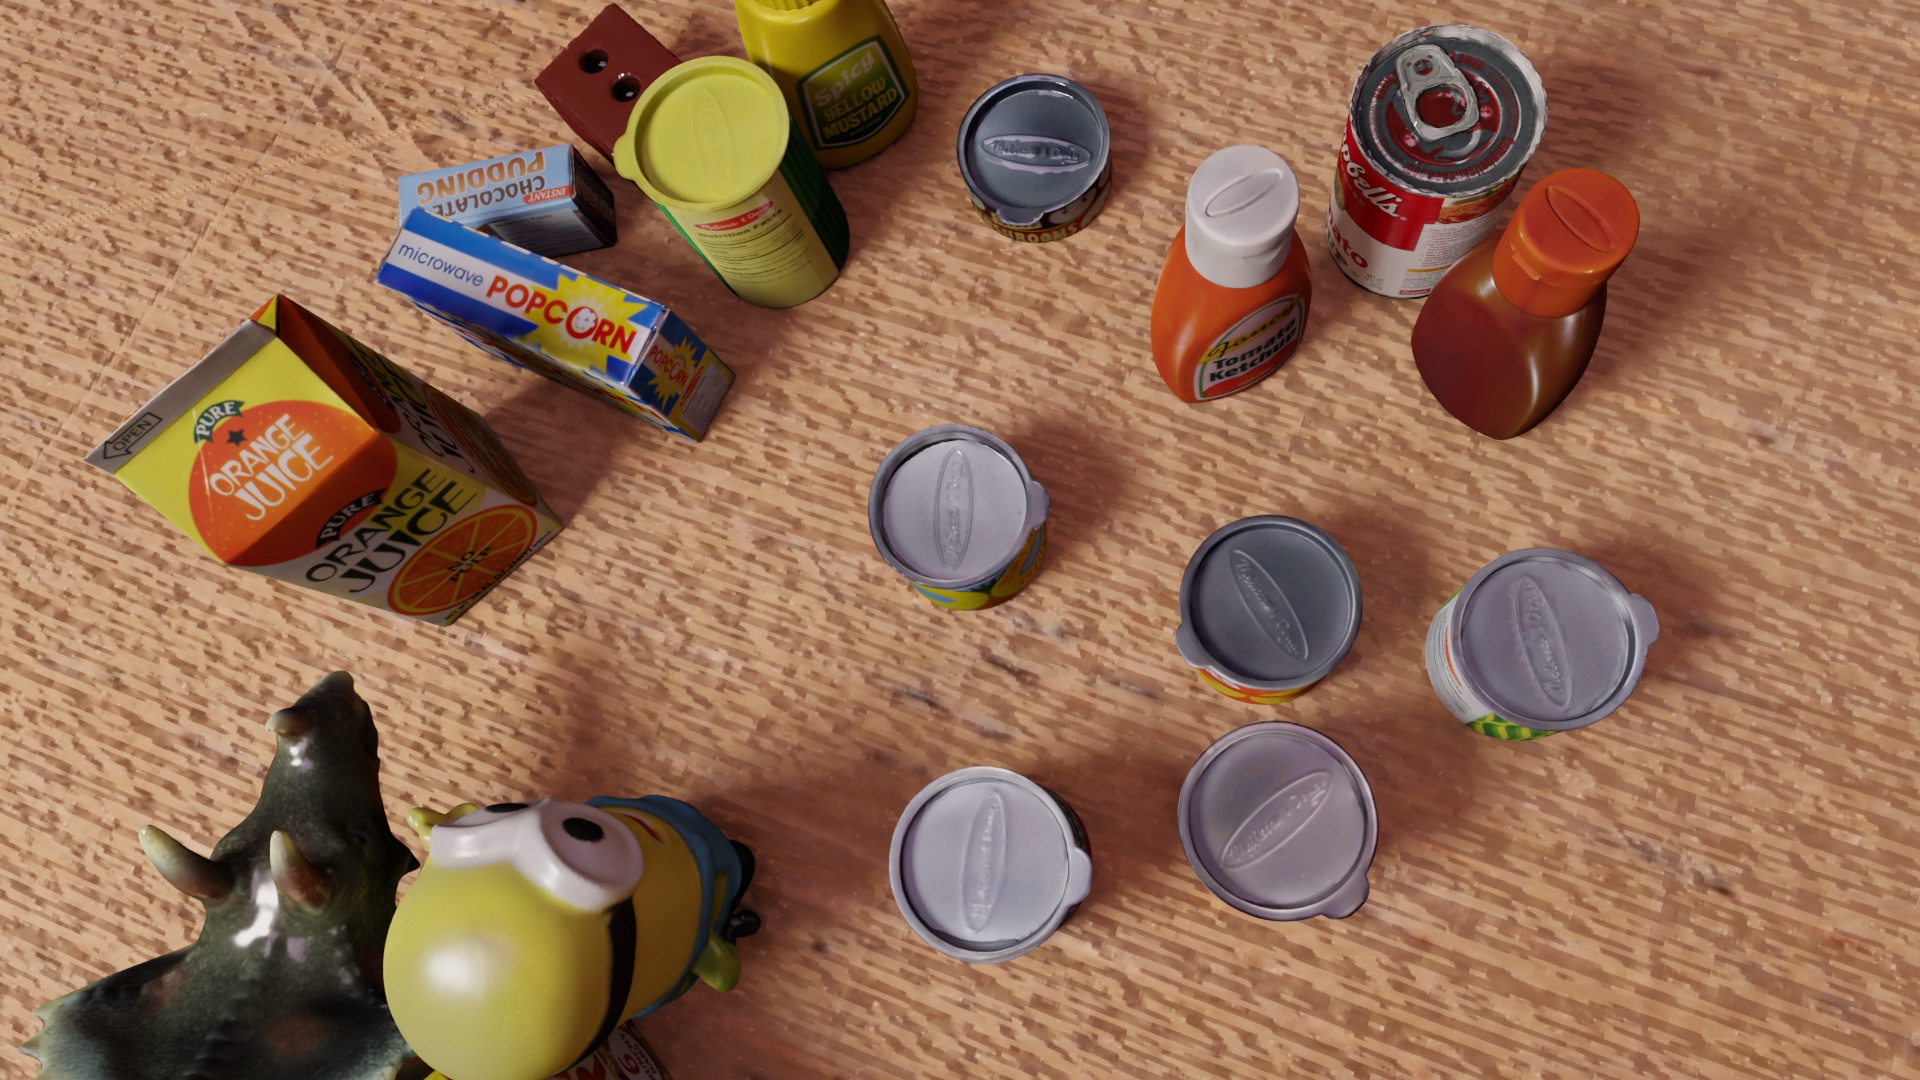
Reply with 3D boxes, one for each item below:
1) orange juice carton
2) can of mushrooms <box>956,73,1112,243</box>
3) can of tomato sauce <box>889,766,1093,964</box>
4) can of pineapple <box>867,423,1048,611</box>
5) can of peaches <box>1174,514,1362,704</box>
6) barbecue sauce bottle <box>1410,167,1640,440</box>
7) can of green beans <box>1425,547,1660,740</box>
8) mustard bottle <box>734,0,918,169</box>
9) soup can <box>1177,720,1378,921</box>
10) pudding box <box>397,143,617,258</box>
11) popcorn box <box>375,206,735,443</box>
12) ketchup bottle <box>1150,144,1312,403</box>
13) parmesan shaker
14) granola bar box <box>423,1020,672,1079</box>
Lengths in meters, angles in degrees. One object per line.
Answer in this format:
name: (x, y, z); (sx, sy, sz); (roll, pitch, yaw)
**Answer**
orange juice carton: (-0.239, -0.029, 0.535); (0.072, 0.192, 0.073); (-41, 75, -1)
can of mushrooms: (0.032, -0.164, 0.606); (0.071, 0.033, 0.071); (-2, 77, 8)
can of tomato sauce: (0.016, 0.120, 0.518); (0.071, 0.083, 0.071); (-2, 77, 9)
can of pineapple: (0.002, -0.007, 0.562); (0.071, 0.058, 0.071); (-2, 77, 8)
can of peaches: (0.116, 0.029, 0.536); (0.071, 0.058, 0.071); (-2, 77, 8)
barbecue sauce bottle: (0.203, -0.084, 0.502); (0.043, 0.148, 0.065); (-37, 75, 0)
can of green beans: (0.212, 0.040, 0.519); (0.071, 0.057, 0.071); (-2, 77, 8)
mustard bottle: (-0.060, -0.210, 0.565); (0.065, 0.160, 0.049); (-32, 75, 1)
soup can: (0.114, 0.105, 0.506); (0.071, 0.083, 0.071); (-2, 77, 9)
pudding box: (-0.205, -0.149, 0.631); (0.084, 0.049, 0.030); (-10, 77, 7)
popcorn box: (-0.170, -0.091, 0.594); (0.127, 0.085, 0.038); (23, 82, 13)
ketchup bottle: (0.102, -0.098, 0.520); (0.065, 0.148, 0.043); (-29, 75, 2)
parmesan shaker: (-0.093, -0.146, 0.585); (0.071, 0.103, 0.071); (-2, 78, 9)
granola bar box: (-0.111, 0.245, 0.488); (0.039, 0.124, 0.166); (-41, 75, -1)
